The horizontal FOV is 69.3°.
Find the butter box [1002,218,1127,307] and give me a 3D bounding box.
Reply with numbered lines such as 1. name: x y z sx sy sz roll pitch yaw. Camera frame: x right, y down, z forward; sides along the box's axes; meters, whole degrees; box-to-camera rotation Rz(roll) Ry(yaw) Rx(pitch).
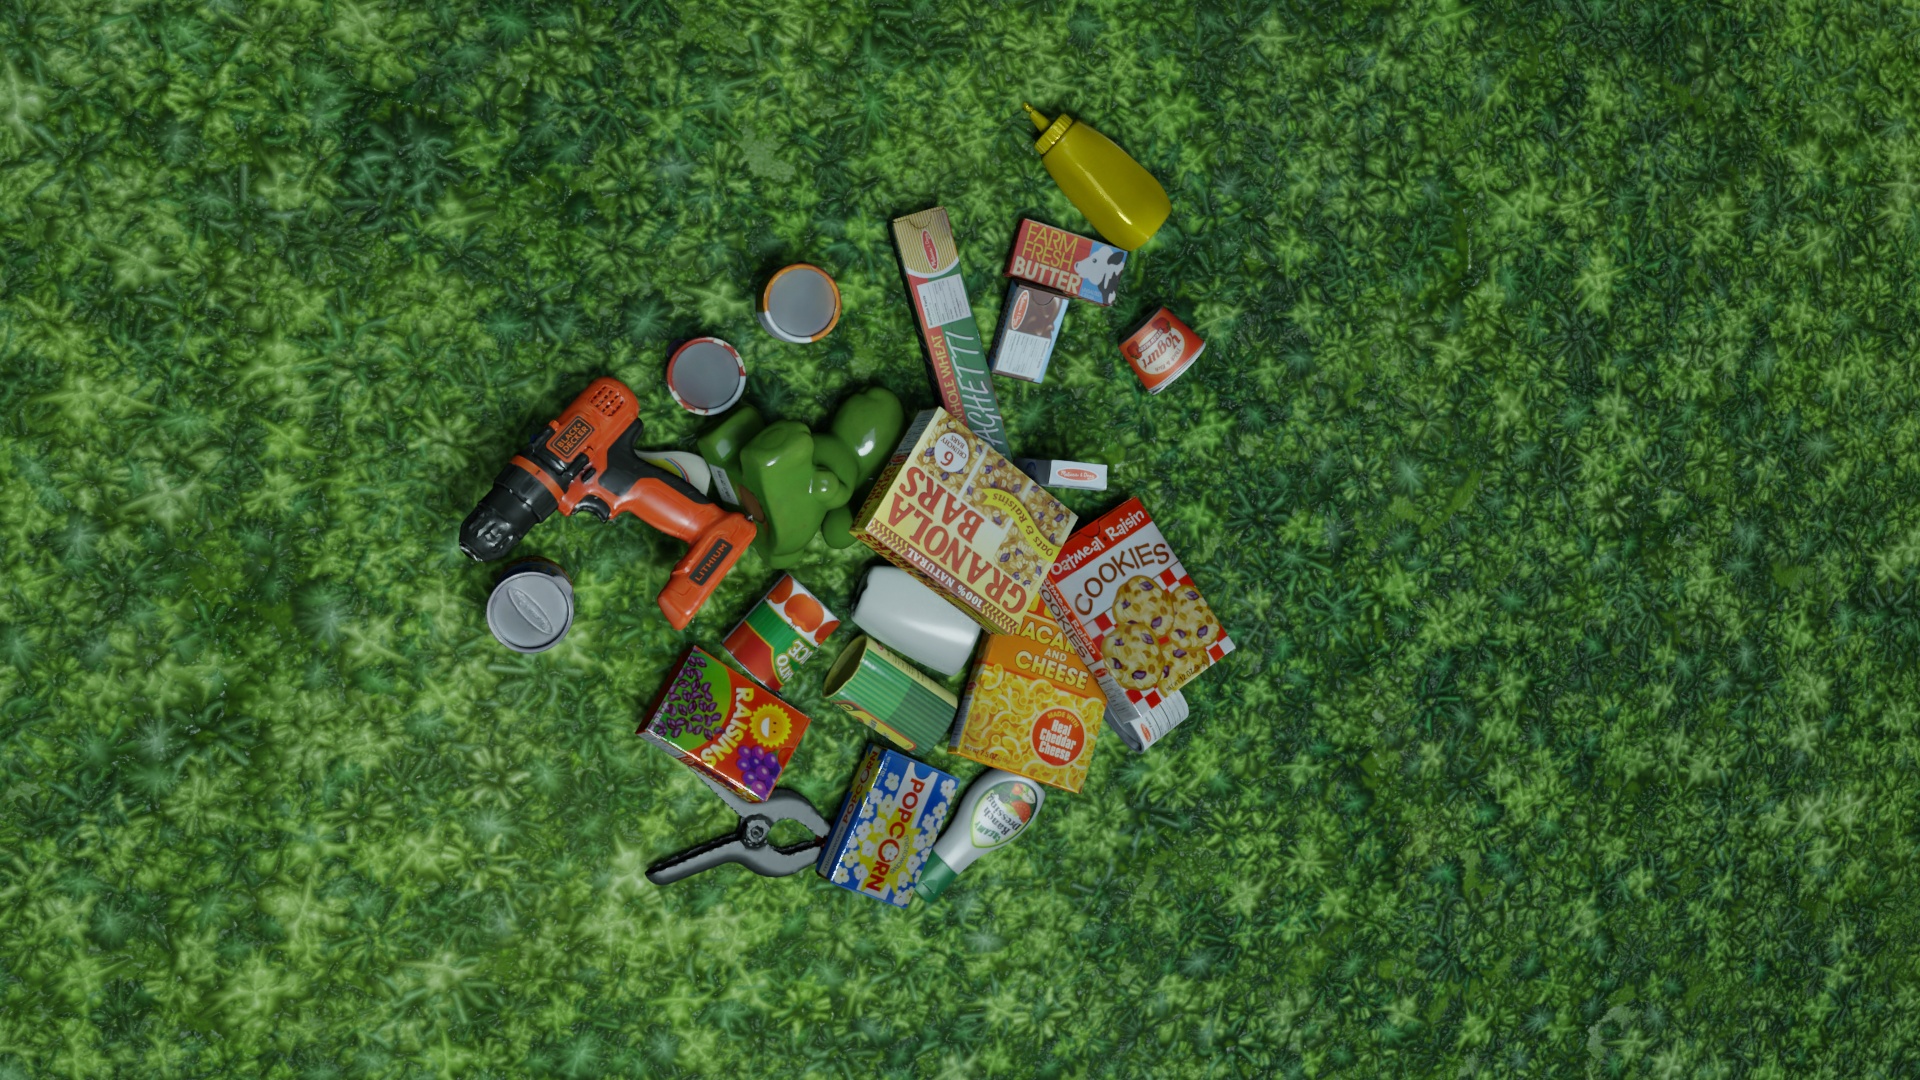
1. butter box: 0.093 -0.248 1.242 0.103 0.024 0.053 14 94 -17

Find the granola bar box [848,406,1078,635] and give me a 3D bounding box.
1. granola bar box: 0.004 -0.015 1.165 0.165 0.039 0.124 37 72 -25

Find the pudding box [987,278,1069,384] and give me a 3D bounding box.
1. pudding box: 0.059 -0.184 1.227 0.050 0.030 0.083 11 113 -15

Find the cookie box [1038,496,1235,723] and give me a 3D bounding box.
1. cookie box: 0.153 0.060 1.252 0.123 0.040 0.167 -31 87 -26

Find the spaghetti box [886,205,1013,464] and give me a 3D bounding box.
1. spaghetti box: -0.007 -0.165 1.224 0.050 0.029 0.249 -18 102 -12

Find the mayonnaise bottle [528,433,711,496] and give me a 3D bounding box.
1. mayonnaise bottle: -0.286 -0.054 1.158 0.148 0.041 0.065 13 87 -17

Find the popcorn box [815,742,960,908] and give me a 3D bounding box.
1. popcorn box: -0.065 0.256 1.245 0.085 0.038 0.127 28 80 -28

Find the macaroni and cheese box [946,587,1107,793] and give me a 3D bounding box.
1. macaroni and cheese box: 0.071 0.130 1.260 0.124 0.040 0.167 21 77 -14

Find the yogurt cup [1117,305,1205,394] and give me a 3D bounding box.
1. yogurt cup: 0.179 -0.175 1.255 0.072 0.072 0.054 -44 98 -5

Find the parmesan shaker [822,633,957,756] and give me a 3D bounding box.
1. parmesan shaker: -0.061 0.139 1.230 0.103 0.071 0.071 36 88 -17

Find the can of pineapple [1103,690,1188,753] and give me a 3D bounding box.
1. can of pineapple: 0.169 0.154 1.296 0.058 0.071 0.071 -35 105 -14

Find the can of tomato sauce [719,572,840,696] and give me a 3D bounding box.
1. can of tomato sauce: -0.153 0.080 1.199 0.071 0.071 0.083 44 85 -16

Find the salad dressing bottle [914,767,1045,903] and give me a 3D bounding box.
1. salad dressing bottle: 0.012 0.270 1.282 0.148 0.044 0.064 -45 106 -5

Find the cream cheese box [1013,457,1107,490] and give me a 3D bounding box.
1. cream cheese box: 0.086 -0.059 1.225 0.053 0.104 0.024 5 93 -16

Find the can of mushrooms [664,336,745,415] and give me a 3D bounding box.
1. can of mushrooms: -0.217 -0.140 1.170 0.071 0.033 0.071 -2 99 -14

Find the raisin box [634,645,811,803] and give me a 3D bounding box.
1. raisin box: -0.203 0.160 1.197 0.123 0.040 0.086 36 62 -17

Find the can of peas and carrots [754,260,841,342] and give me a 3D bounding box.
1. can of peas and carrots: -0.136 -0.202 1.169 0.071 0.059 0.071 -2 99 -15

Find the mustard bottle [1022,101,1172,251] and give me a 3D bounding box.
1. mustard bottle: 0.113 -0.328 1.221 0.160 0.048 0.065 42 64 -11

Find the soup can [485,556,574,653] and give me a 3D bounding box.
1. soup can: -0.348 0.049 1.135 0.071 0.084 0.071 -2 99 -15
